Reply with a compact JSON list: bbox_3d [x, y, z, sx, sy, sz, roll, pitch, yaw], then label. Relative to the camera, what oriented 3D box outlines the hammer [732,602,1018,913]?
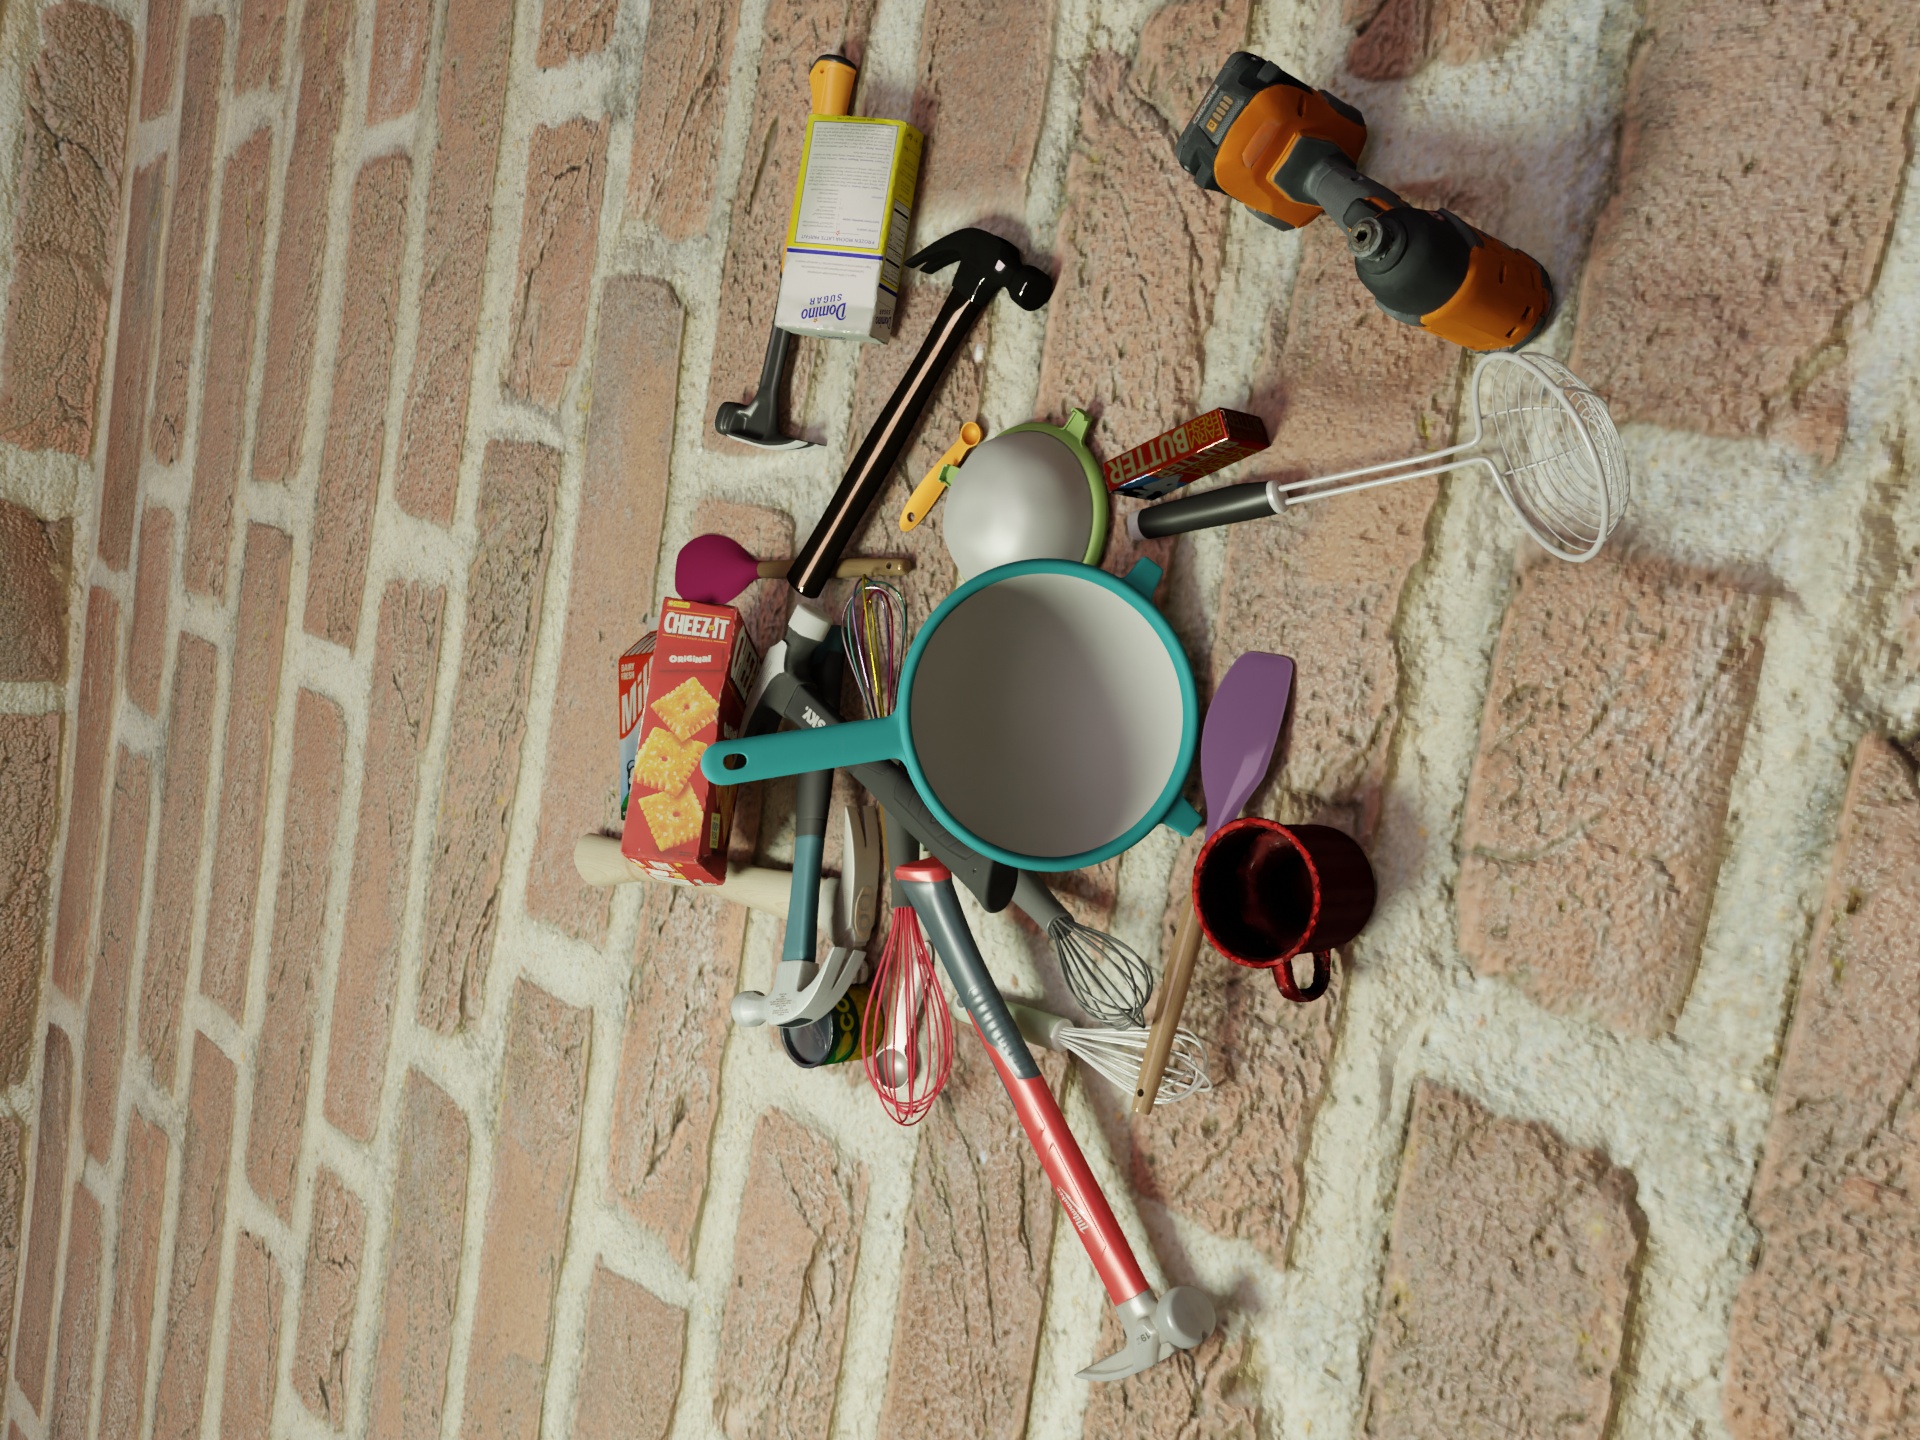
[{"bbox_3d":[-0.066,0.044,1.205,0.335,0.035,0.146,40,107,43],"label":"hammer"}]

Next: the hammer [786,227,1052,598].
[{"bbox_3d":[-0.053,-0.243,1.286,0.130,0.031,0.331,48,115,35],"label":"hammer"}]

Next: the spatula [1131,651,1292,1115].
[{"bbox_3d":[0.160,0.106,1.058,0.060,0.018,0.316,11,84,45],"label":"spatula"}]

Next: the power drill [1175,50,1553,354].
[{"bbox_3d":[0.230,-0.307,0.944,0.227,0.164,0.084,53,123,34],"label":"power drill"}]

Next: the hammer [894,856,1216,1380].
[{"bbox_3d":[0.043,0.275,1.140,0.387,0.038,0.143,62,142,20],"label":"hammer"}]

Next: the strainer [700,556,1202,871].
[{"bbox_3d":[-0.009,0.007,1.092,0.095,0.340,0.211,166,96,-78],"label":"strainer"}]

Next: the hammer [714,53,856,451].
[{"bbox_3d":[-0.137,-0.403,1.383,0.127,0.034,0.337,22,103,43],"label":"hammer"}]

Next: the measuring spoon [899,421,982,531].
[{"bbox_3d":[-0.016,-0.194,1.278,0.021,0.011,0.117,53,126,18],"label":"measuring spoon"}]

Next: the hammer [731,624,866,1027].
[{"bbox_3d":[-0.123,0.083,1.300,0.128,0.033,0.331,-11,69,44],"label":"hammer"}]

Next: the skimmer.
[{"bbox_3d":[0.233,-0.138,0.982,0.363,0.090,0.127,-6,115,45],"label":"skimmer"}]

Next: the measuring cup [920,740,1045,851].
[{"bbox_3d":[0.016,0.066,1.225,0.167,0.038,0.083,-44,55,53],"label":"measuring cup"}]

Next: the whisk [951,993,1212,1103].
[{"bbox_3d":[0.080,0.229,1.147,0.246,0.059,0.058,6,56,47],"label":"whisk"}]

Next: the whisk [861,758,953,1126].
[{"bbox_3d":[-0.043,0.166,1.243,0.073,0.073,0.296,-10,77,43],"label":"whisk"}]

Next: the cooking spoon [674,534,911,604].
[{"bbox_3d":[-0.158,-0.134,1.402,0.319,0.017,0.069,4,89,44],"label":"cooking spoon"}]

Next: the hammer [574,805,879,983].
[{"bbox_3d":[-0.224,0.131,1.442,0.411,0.038,0.146,5,90,44],"label":"hammer"}]

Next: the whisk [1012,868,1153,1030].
[{"bbox_3d":[0.068,0.144,1.125,0.239,0.055,0.055,44,119,56],"label":"whisk"}]

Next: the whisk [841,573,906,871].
[{"bbox_3d":[-0.062,0.001,1.296,0.047,0.051,0.245,-13,83,64],"label":"whisk"}]

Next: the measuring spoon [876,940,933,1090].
[{"bbox_3d":[-0.040,0.237,1.281,0.034,0.018,0.124,17,94,27],"label":"measuring spoon"}]

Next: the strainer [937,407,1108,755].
[{"bbox_3d":[0.039,-0.099,1.177,0.151,0.069,0.256,-16,78,41],"label":"strainer"}]
